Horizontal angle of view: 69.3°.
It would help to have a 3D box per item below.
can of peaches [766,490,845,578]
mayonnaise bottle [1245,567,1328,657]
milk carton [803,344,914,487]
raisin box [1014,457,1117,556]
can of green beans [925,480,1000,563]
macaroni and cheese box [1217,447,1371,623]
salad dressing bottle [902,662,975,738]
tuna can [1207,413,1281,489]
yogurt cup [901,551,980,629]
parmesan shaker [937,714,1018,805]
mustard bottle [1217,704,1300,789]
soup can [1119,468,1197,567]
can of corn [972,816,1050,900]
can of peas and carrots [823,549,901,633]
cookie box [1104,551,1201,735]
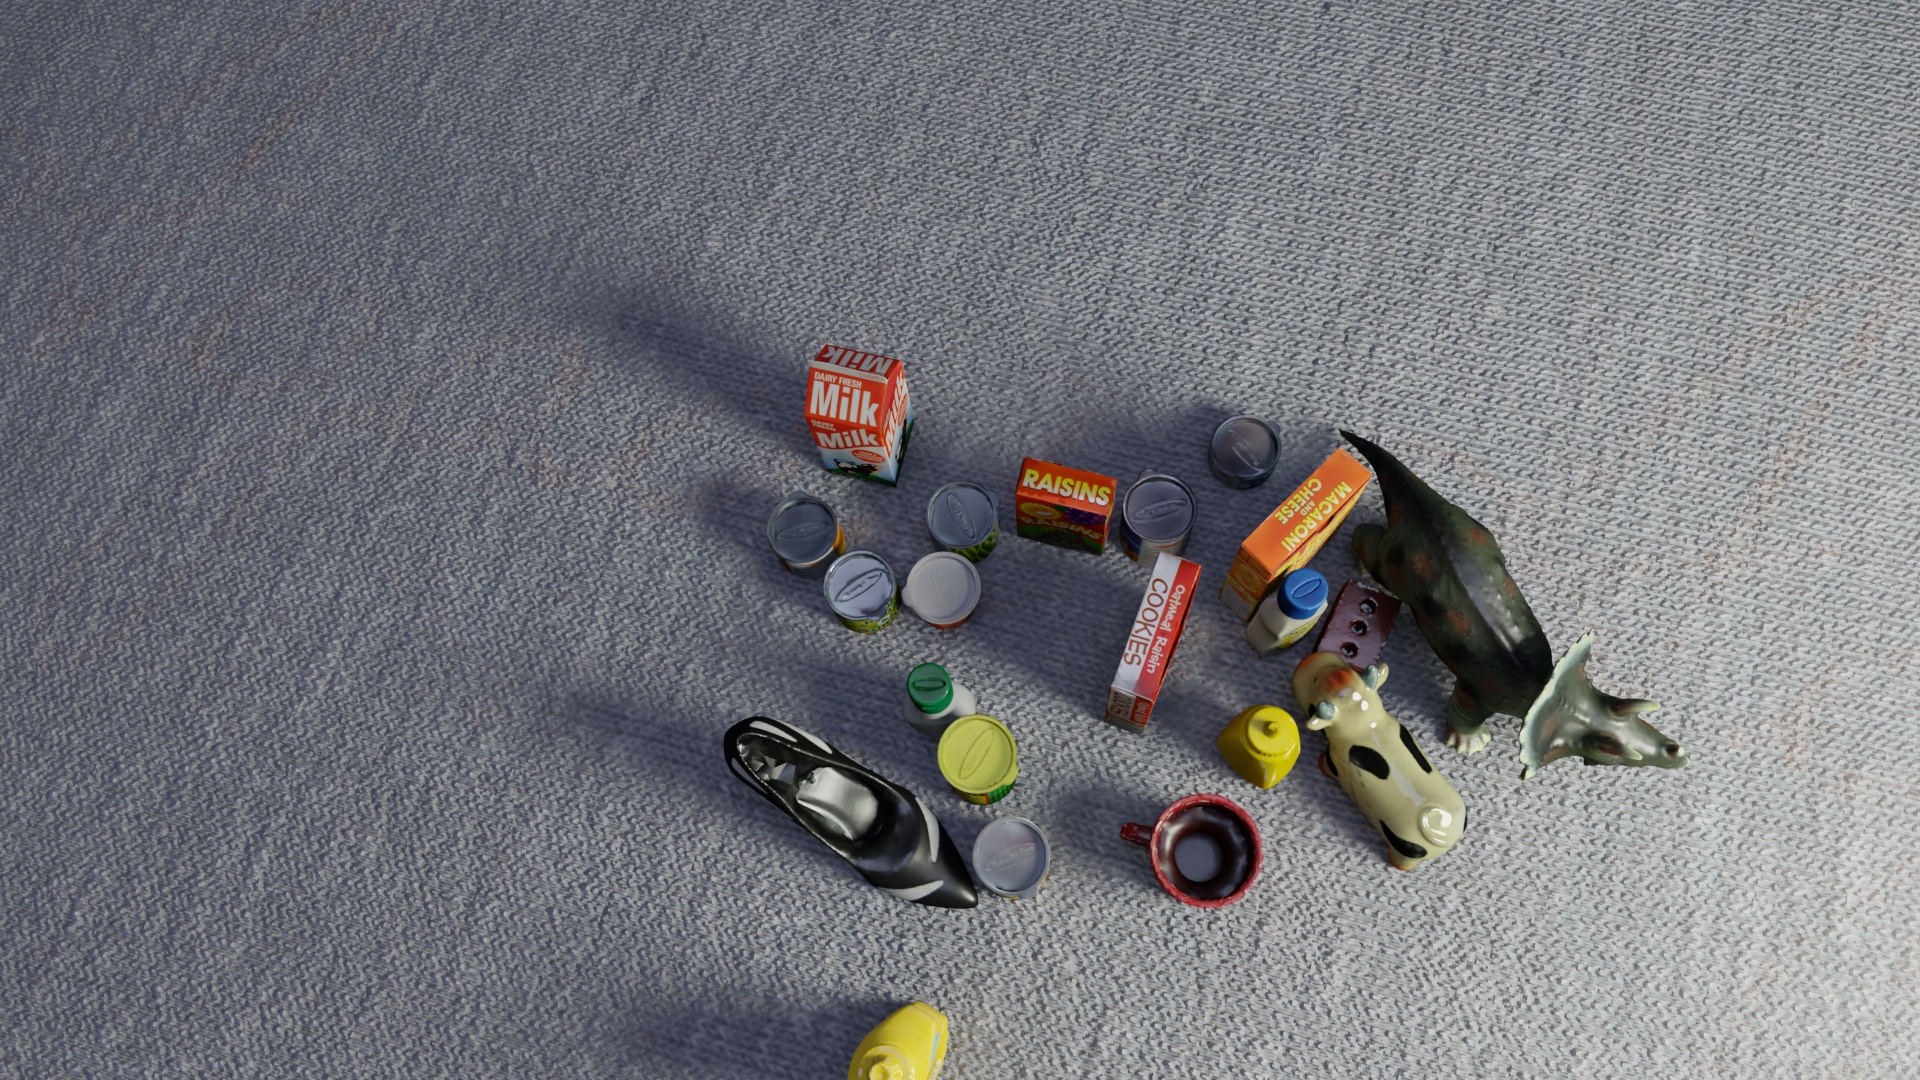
[{"bbox_3d":[-0.144,-0.005,1.299,0.071,0.058,0.071,-1,72,3],"label":"can of peaches"},{"bbox_3d":[0.287,0.061,1.205,0.065,0.147,0.041,-30,73,-6],"label":"mayonnaise bottle"},{"bbox_3d":[-0.091,-0.118,1.263,0.072,0.190,0.073,12,74,7],"label":"milk carton"},{"bbox_3d":[0.095,-0.030,1.259,0.086,0.123,0.040,14,74,8],"label":"raisin box"},{"bbox_3d":[0.002,-0.016,1.294,0.071,0.057,0.071,-1,72,3],"label":"can of green beans"},{"bbox_3d":[0.290,-0.001,1.215,0.124,0.166,0.040,-43,75,-10],"label":"macaroni and cheese box"},{"bbox_3d":[-0.021,0.138,1.199,0.064,0.147,0.044,0,73,4],"label":"salad dressing bottle"},{"bbox_3d":[0.270,-0.085,1.314,0.071,0.032,0.071,-1,72,3],"label":"tuna can"},{"bbox_3d":[-0.014,0.049,1.276,0.072,0.053,0.072,-1,72,3],"label":"yogurt cup"},{"bbox_3d":[0.019,0.194,1.202,0.071,0.103,0.071,-1,73,3],"label":"parmesan shaker"},{"bbox_3d":[0.255,0.169,1.166,0.049,0.159,0.065,-44,75,-10],"label":"mustard bottle"},{"bbox_3d":[0.179,-0.020,1.271,0.071,0.083,0.071,-1,73,3],"label":"soup can"},{"bbox_3d":[0.045,0.277,1.198,0.071,0.058,0.071,-1,72,3],"label":"can of corn"},{"bbox_3d":[-0.088,0.050,1.278,0.071,0.058,0.071,-1,72,3],"label":"can of peas and carrots"},{"bbox_3d":[0.164,0.092,1.193,0.040,0.167,0.123,19,75,9],"label":"cookie box"}]
